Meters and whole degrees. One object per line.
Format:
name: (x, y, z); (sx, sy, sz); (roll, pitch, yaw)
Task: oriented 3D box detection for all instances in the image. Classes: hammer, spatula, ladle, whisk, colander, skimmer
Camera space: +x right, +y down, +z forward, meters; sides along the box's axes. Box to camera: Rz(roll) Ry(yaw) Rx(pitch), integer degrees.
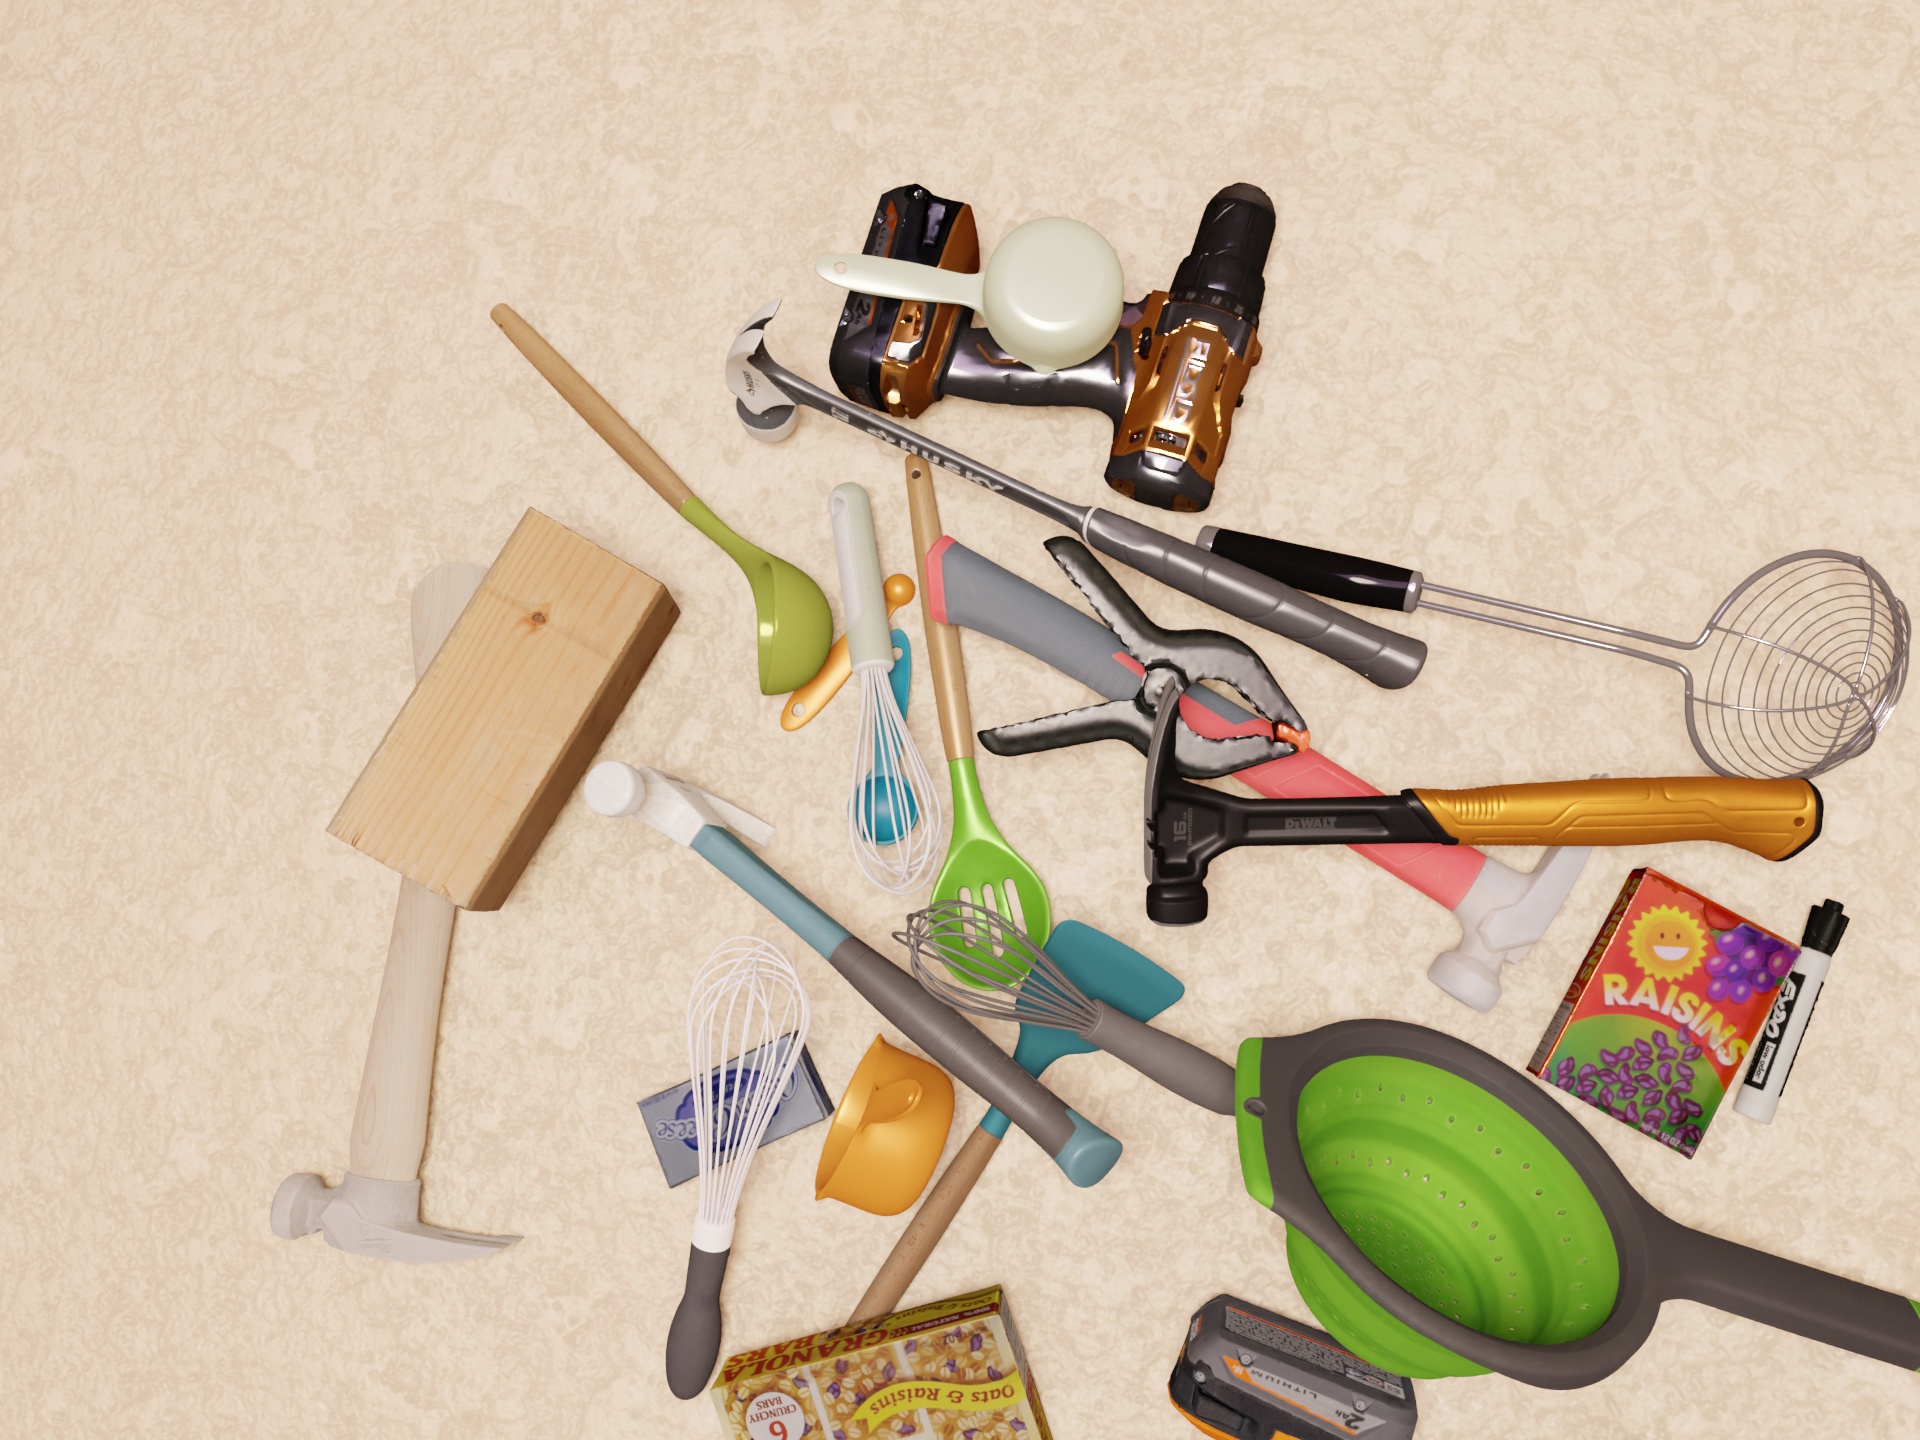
hammer: (-0.053, 0.130, 0.844); (0.331, 0.128, 0.033); (37, 93, 17)
hammer: (0.154, -0.005, 0.869); (0.386, 0.038, 0.143); (32, 90, 8)
hammer: (0.057, -0.114, 0.854); (0.409, 0.149, 0.036); (25, 81, 4)
spatula: (0.003, 0.252, 0.879); (0.082, 0.044, 0.317); (32, 93, -14)
ladle: (-0.188, -0.139, 0.943); (0.062, 0.078, 0.320); (-36, 73, -30)
whisk: (0.067, 0.158, 0.832); (0.238, 0.055, 0.055); (30, 91, -20)
hammer: (0.262, 0.040, 0.804); (0.337, 0.034, 0.127); (-1, 107, 2)
colander: (0.307, 0.281, 0.798); (0.397, 0.205, 0.094); (19, 123, -4)
whisk: (-0.049, -0.022, 0.896); (0.058, 0.059, 0.246); (-29, 64, 48)
hammer: (-0.311, 0.111, 0.951); (0.146, 0.038, 0.411); (6, 86, 9)
whisk: (-0.130, 0.252, 0.874); (0.070, 0.070, 0.284); (14, 104, 11)
skimmer: (0.310, -0.058, 0.858); (0.363, 0.090, 0.127); (16, 109, 21)

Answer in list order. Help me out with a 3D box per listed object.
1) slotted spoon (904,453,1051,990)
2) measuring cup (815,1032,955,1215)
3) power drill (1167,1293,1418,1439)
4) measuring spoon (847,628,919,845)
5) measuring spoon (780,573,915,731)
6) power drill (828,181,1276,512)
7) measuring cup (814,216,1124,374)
slotted spoon: (-0.001, -0.003, 0.912); (0.070, 0.031, 0.314); (-10, 82, 8)
measuring cup: (-0.026, 0.212, 0.828); (0.052, 0.173, 0.095); (25, 66, -9)
power drill: (0.131, 0.426, 0.825); (0.164, 0.084, 0.226); (18, 93, 11)
measuring spoon: (-0.040, 0.010, 0.925); (0.042, 0.021, 0.129); (1, 76, 12)
measuring spoon: (-0.068, -0.040, 0.933); (0.021, 0.011, 0.117); (40, 93, 11)
power drill: (0.059, -0.233, 0.897); (0.226, 0.084, 0.185); (17, 86, 7)
measuring cup: (0.005, -0.234, 0.840); (0.167, 0.038, 0.083); (8, 84, 0)
